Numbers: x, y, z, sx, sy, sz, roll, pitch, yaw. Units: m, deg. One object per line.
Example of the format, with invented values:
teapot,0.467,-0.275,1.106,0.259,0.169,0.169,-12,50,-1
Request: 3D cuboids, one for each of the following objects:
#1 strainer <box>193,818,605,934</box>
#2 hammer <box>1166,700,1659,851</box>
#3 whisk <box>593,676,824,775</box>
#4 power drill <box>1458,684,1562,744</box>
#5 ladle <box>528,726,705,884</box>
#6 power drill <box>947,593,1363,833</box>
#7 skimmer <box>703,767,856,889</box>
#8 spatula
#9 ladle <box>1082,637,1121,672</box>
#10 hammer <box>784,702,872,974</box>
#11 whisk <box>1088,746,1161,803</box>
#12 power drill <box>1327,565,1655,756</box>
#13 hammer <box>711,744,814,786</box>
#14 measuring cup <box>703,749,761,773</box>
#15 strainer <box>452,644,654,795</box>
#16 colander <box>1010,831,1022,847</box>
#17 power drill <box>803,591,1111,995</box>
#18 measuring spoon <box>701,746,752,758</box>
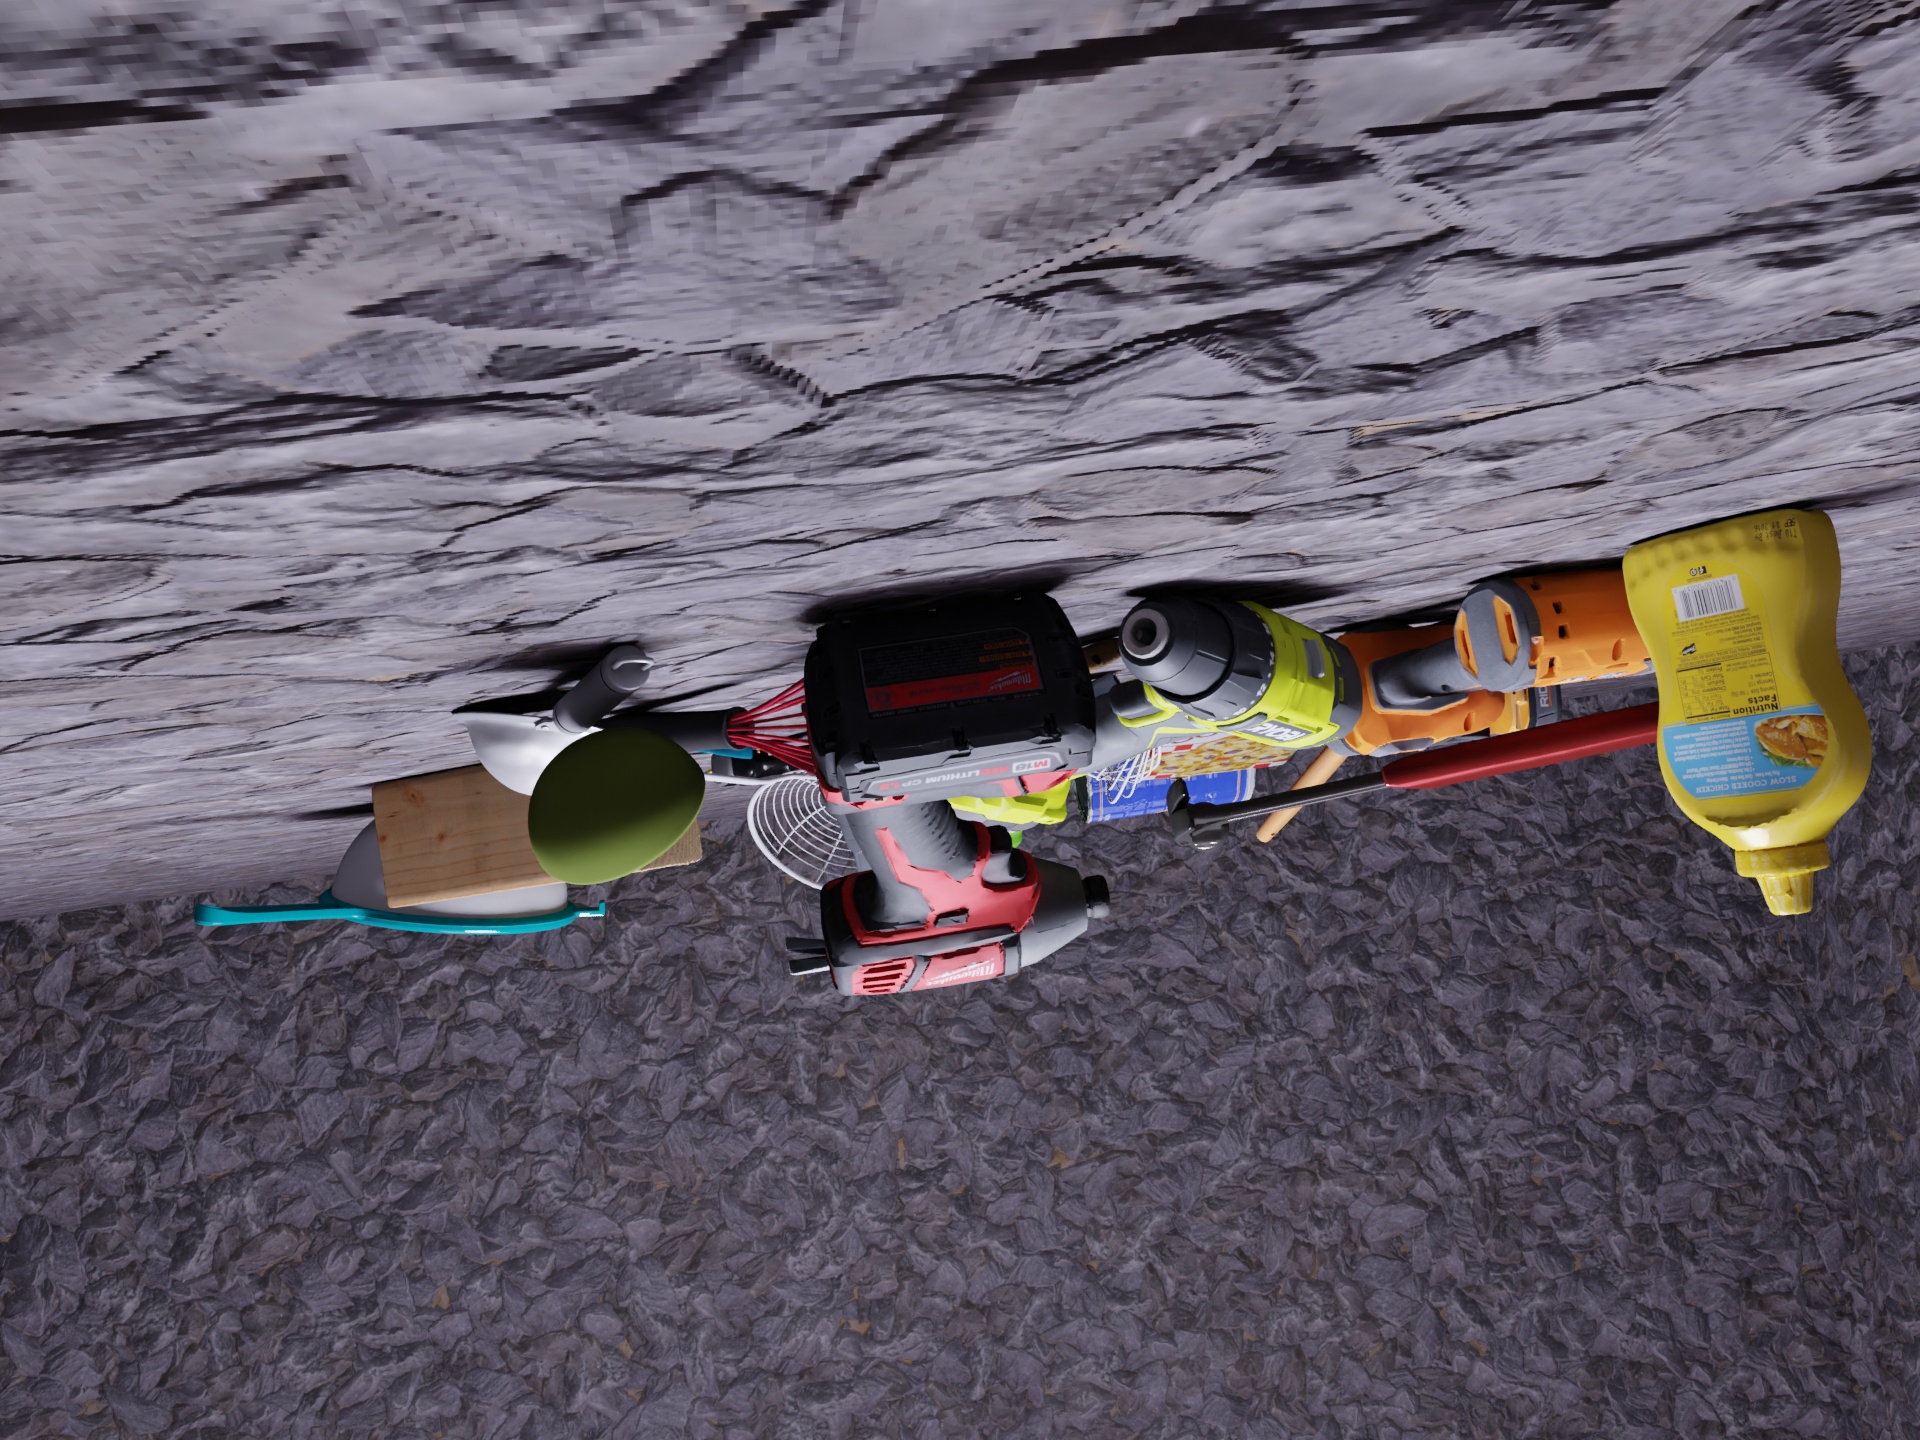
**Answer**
strainer,-0.465,0.115,1.306,0.211,0.095,0.340,7,-179,31
hammer,0.303,0.023,0.953,0.359,0.037,0.149,-13,168,8
whisk,-0.103,0.003,0.831,0.296,0.073,0.073,-3,180,40
power drill,0.359,-0.015,1.339,0.226,0.084,0.185,-3,174,-11
ladle,-0.153,0.043,0.795,0.078,0.062,0.320,-28,178,-4
power drill,0.072,-0.005,0.825,0.228,0.080,0.190,-18,162,33
skimmer,-0.162,0.067,1.065,0.127,0.090,0.363,-11,168,29
spatula,0.310,0.007,1.205,0.081,0.041,0.322,-6,146,-29
ladle,-0.002,-0.003,1.002,0.031,0.069,0.315,-42,-168,-37
hammer,-0.067,0.085,1.075,0.149,0.036,0.408,-12,152,-4
whisk,0.131,0.003,1.105,0.058,0.059,0.246,9,160,-5
power drill,0.333,-0.038,0.964,0.164,0.084,0.226,-7,171,-20
hammer,-0.050,0.011,1.169,0.127,0.034,0.337,-4,174,-37
measuring cup,-0.220,0.037,1.277,0.156,0.029,0.062,-22,169,-45
strainer,-0.183,0.000,0.740,0.086,0.050,0.258,9,165,-24
colander,-0.001,0.079,1.337,0.204,0.094,0.397,-6,-175,-1
power drill,0.003,0.047,0.722,0.143,0.079,0.219,-8,142,-5
measuring spoon,-0.180,0.006,0.997,0.042,0.021,0.128,11,179,37
